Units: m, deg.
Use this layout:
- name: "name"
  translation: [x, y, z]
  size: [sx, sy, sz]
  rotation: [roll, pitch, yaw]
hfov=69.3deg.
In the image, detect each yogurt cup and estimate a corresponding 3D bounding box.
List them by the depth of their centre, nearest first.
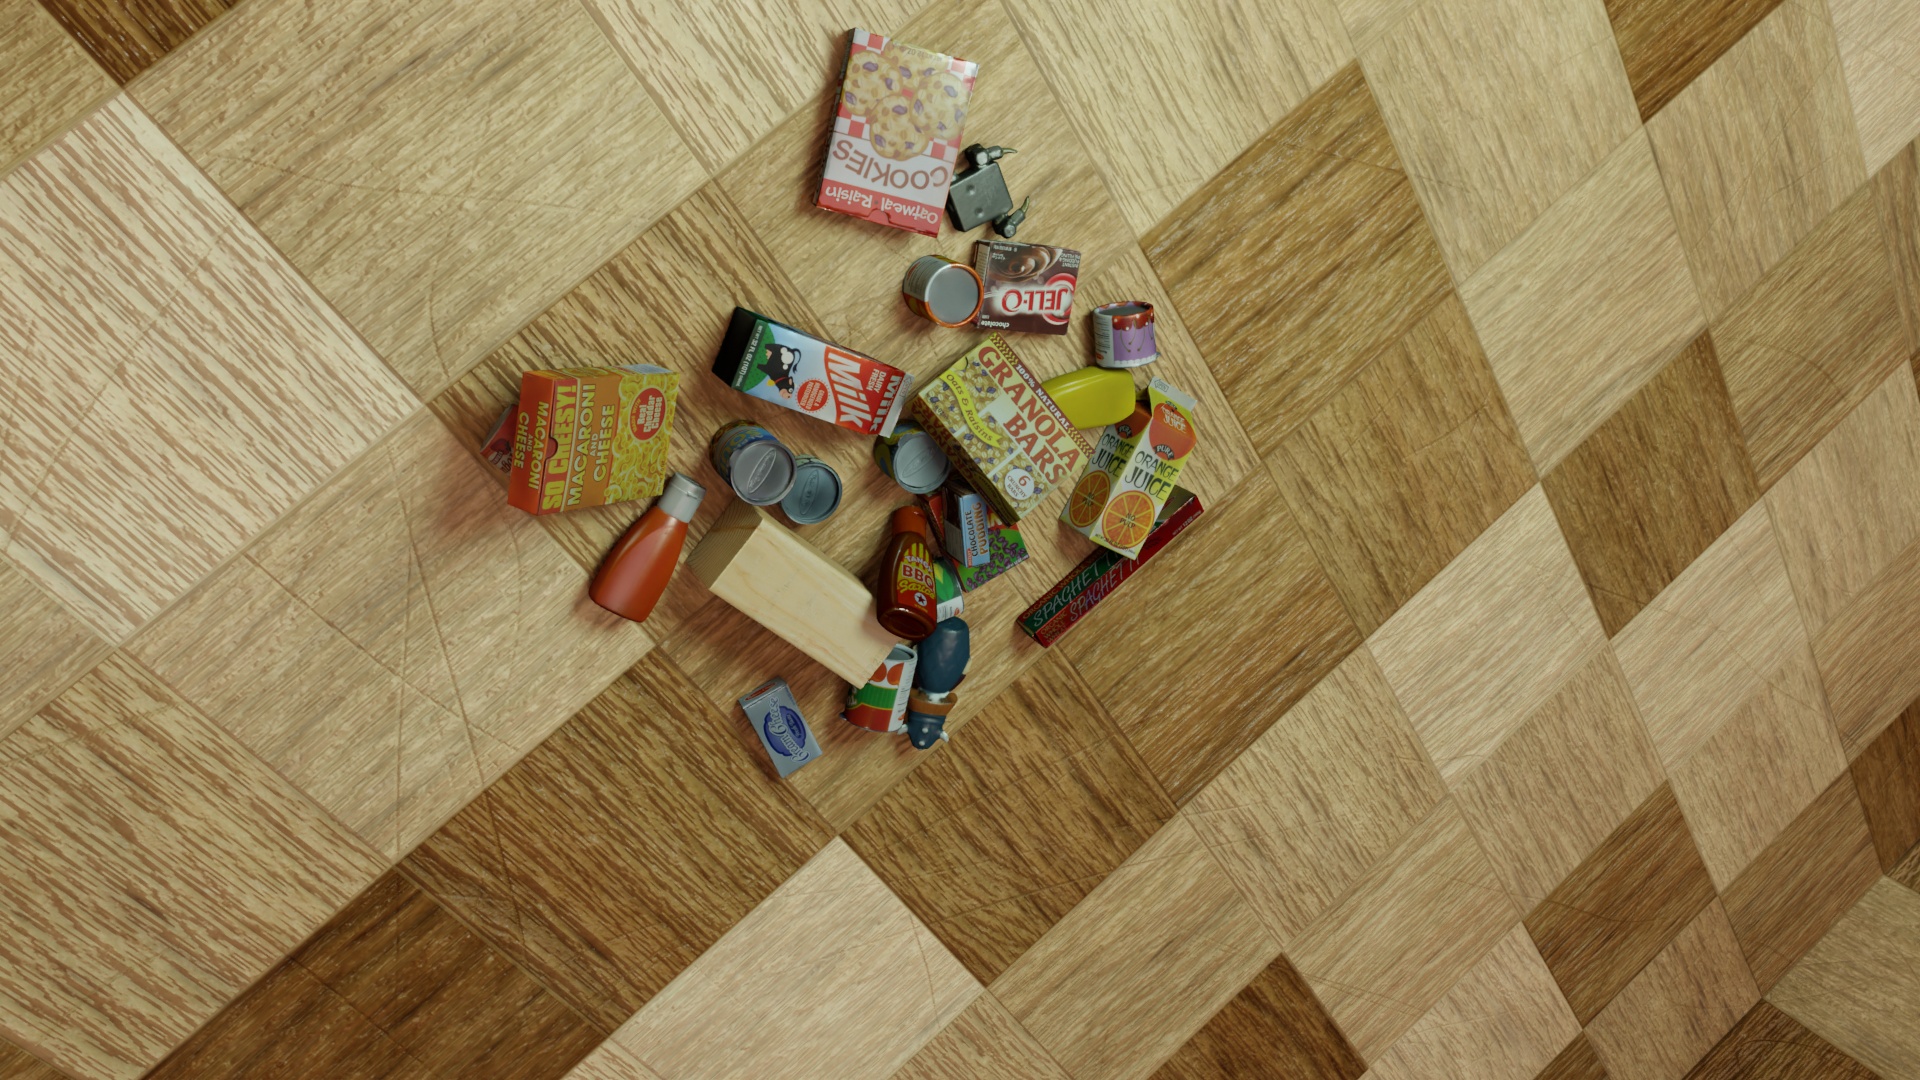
- name: "yogurt cup"
  translation: [-0.401, -0.089, 1.269]
  size: [0.054, 0.072, 0.072]
  rotation: [34, 92, -23]

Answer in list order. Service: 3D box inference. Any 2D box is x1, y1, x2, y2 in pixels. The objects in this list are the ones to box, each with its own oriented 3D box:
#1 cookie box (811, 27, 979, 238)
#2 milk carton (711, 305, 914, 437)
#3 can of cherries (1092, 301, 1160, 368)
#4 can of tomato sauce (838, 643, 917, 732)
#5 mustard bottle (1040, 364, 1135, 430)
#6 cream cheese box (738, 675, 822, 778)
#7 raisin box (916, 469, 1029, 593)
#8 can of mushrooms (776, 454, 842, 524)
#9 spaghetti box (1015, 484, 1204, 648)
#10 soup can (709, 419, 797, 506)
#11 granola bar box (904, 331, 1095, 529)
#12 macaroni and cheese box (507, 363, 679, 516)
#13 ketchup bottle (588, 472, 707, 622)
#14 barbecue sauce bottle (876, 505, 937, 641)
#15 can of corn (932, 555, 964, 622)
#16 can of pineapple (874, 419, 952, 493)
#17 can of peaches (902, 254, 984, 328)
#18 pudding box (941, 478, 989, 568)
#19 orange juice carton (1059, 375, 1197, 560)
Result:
- name: "cookie box"
  translation: [-0.063, -0.386, 1.323]
  size: [0.123, 0.040, 0.167]
  rotation: [11, 104, -16]
- name: "milk carton"
  translation: [-0.137, -0.160, 1.363]
  size: [0.190, 0.073, 0.072]
  rotation: [18, 100, -30]
- name: "can of cherries"
  translation: [0.180, -0.223, 1.499]
  size: [0.072, 0.071, 0.058]
  rotation: [-15, 113, -20]
- name: "can of tomato sauce"
  translation: [-0.089, 0.157, 1.508]
  size: [0.071, 0.071, 0.083]
  rotation: [6, 105, -27]
- name: "mustard bottle"
  translation: [0.110, -0.148, 1.502]
  size: [0.161, 0.049, 0.065]
  rotation: [-13, 114, -20]
- name: "cream cheese box"
  translation: [-0.193, 0.202, 1.497]
  size: [0.053, 0.024, 0.103]
  rotation: [-30, 118, -13]
- name: "raisin box"
  translation: [0.014, -0.017, 1.510]
  size: [0.086, 0.040, 0.123]
  rotation: [-29, 120, -13]
- name: "can of mushrooms"
  translation: [-0.159, -0.053, 1.416]
  size: [0.071, 0.033, 0.070]
  rotation: [-9, 113, -23]
- name: "spaghetti box"
  translation: [0.171, 0.029, 1.596]
  size: [0.250, 0.050, 0.028]
  rotation: [-40, 119, -7]
- name: "soup can"
  translation: [-0.205, -0.078, 1.354]
  size: [0.071, 0.084, 0.071]
  rotation: [-9, 112, -23]
- name: "granola bar box"
  translation: [0.043, -0.114, 1.421]
  size: [0.125, 0.039, 0.165]
  rotation: [-42, 94, -29]
- name: "macaroni and cheese box"
  translation: [-0.329, -0.095, 1.261]
  size: [0.167, 0.040, 0.123]
  rotation: [-17, 122, -61]
- name: "ketchup bottle"
  translation: [-0.301, 0.005, 1.362]
  size: [0.064, 0.043, 0.148]
  rotation: [30, 94, -36]
- name: "barbecue sauce bottle"
  translation: [-0.054, 0.030, 1.435]
  size: [0.065, 0.149, 0.043]
  rotation: [30, 130, -30]
- name: "can of corn"
  translation: [-0.037, 0.056, 1.497]
  size: [0.058, 0.071, 0.071]
  rotation: [-21, 116, -16]
- name: "can of pineapple"
  translation: [-0.050, -0.090, 1.440]
  size: [0.071, 0.058, 0.070]
  rotation: [-9, 112, -23]
- name: "can of peaches"
  translation: [-0.015, -0.250, 1.399]
  size: [0.071, 0.058, 0.071]
  rotation: [-9, 111, -23]
- name: "pudding box"
  translation: [0.005, -0.018, 1.451]
  size: [0.030, 0.050, 0.083]
  rotation: [-14, 115, -22]
- name: "orange juice carton"
  translation: [0.196, -0.085, 1.553]
  size: [0.072, 0.073, 0.192]
  rotation: [24, 96, -30]
